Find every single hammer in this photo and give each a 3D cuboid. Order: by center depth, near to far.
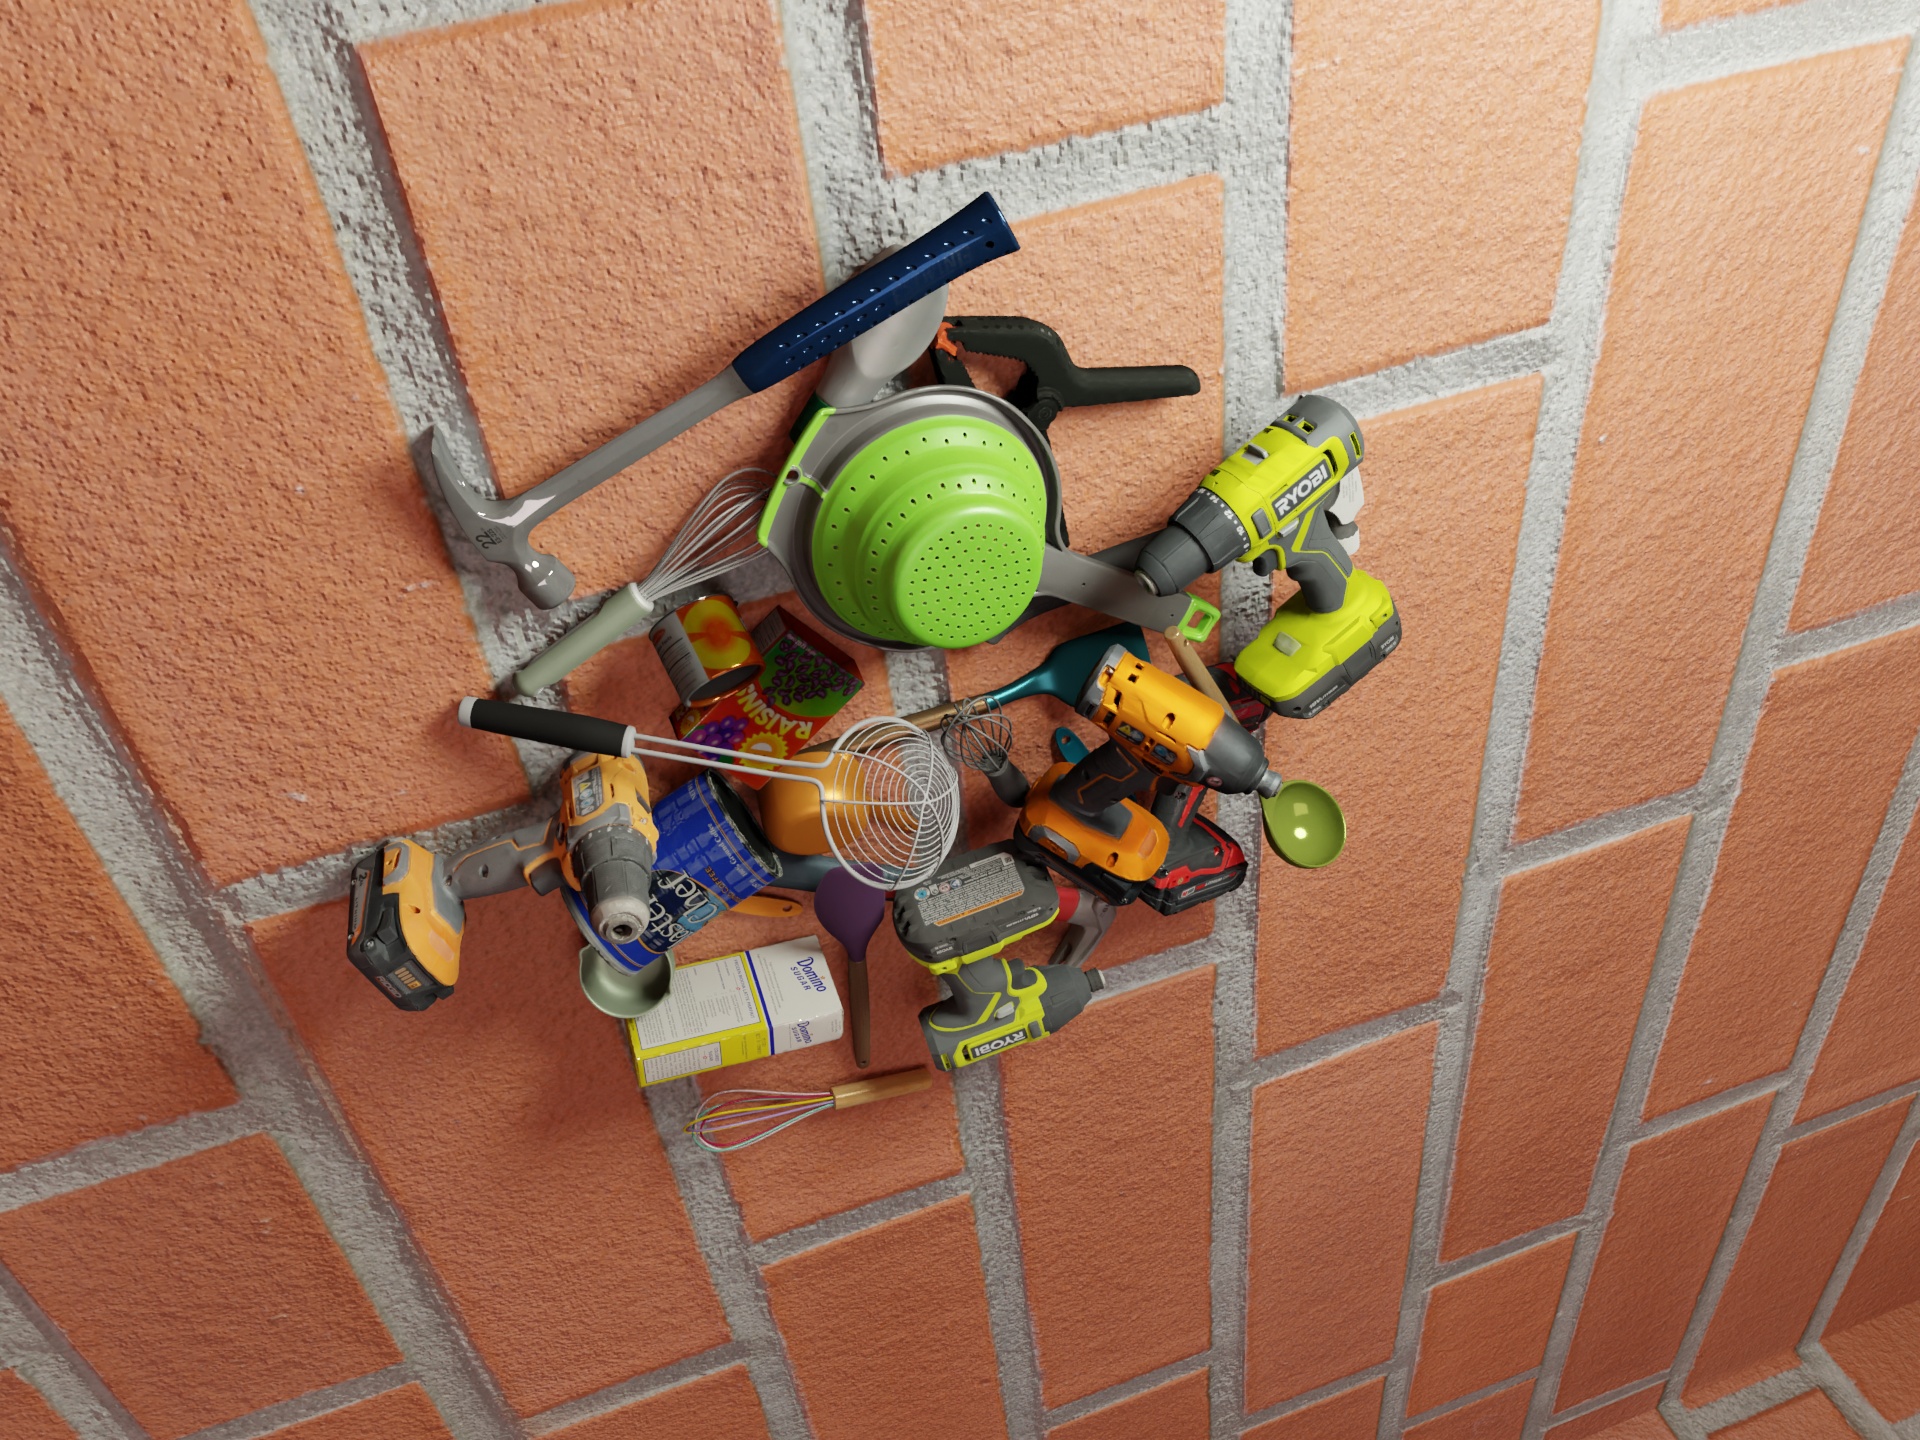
[{"bbox_3d":[-0.150,-0.216,1.010,0.405,0.035,0.143,-29,132,11],"label":"hammer"},{"bbox_3d":[0.157,-0.139,1.239,0.335,0.035,0.146,-21,132,-6],"label":"hammer"},{"bbox_3d":[-0.034,0.158,1.390,0.386,0.038,0.143,10,123,-29],"label":"hammer"}]

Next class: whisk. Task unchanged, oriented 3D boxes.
[{"bbox_3d":[-0.218,-0.092,1.114,0.246,0.058,0.059,-35,97,10],"label":"whisk"},{"bbox_3d":[0.028,0.031,1.261,0.055,0.055,0.238,-30,159,2],"label":"whisk"},{"bbox_3d":[-0.141,0.362,1.503,0.245,0.051,0.047,-7,123,-22],"label":"whisk"}]

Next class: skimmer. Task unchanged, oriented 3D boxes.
[{"bbox_3d":[-0.179,0.036,1.161,0.363,0.127,0.090,11,163,0],"label":"skimmer"}]

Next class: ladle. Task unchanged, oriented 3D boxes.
[{"bbox_3d":[0.239,0.022,1.289,0.319,0.062,0.078,50,53,-44],"label":"ladle"}]

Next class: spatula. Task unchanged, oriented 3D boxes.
[{"bbox_3d":[-0.002,-0.004,1.271,0.317,0.044,0.082,-18,116,-7],"label":"spatula"},{"bbox_3d":[-0.092,0.221,1.396,0.059,0.018,0.315,-7,139,-7],"label":"spatula"}]

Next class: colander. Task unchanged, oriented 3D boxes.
[{"bbox_3d":[0.055,-0.099,1.132,0.396,0.095,0.204,15,116,-34],"label":"colander"}]

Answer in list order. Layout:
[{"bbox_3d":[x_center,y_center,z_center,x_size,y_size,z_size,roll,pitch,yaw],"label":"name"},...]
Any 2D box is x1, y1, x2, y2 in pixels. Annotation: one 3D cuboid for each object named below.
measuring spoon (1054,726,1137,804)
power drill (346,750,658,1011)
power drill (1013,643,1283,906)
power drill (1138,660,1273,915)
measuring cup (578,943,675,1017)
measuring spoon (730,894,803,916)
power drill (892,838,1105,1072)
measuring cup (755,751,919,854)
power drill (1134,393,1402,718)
[{"bbox_3d":[0.112,0.047,1.382,0.042,0.021,0.128,-39,123,-4],"label":"measuring spoon"},{"bbox_3d":[-0.322,0.124,1.144,0.226,0.186,0.084,-26,129,2],"label":"power drill"},{"bbox_3d":[0.143,0.054,1.243,0.164,0.084,0.226,31,143,4],"label":"power drill"},{"bbox_3d":[0.213,0.050,1.377,0.143,0.079,0.219,-15,128,-37],"label":"power drill"},{"bbox_3d":[-0.252,0.162,1.302,0.083,0.038,0.167,26,95,-5],"label":"measuring cup"},{"bbox_3d":[-0.184,0.151,1.341,0.116,0.011,0.021,13,123,-35],"label":"measuring spoon"},{"bbox_3d":[0.035,0.208,1.387,0.171,0.080,0.223,-20,138,-4],"label":"power drill"},{"bbox_3d":[-0.088,0.083,1.286,0.095,0.052,0.173,-33,141,28],"label":"measuring cup"},{"bbox_3d":[0.237,-0.108,1.206,0.190,0.080,0.228,-40,133,-7],"label":"power drill"}]
